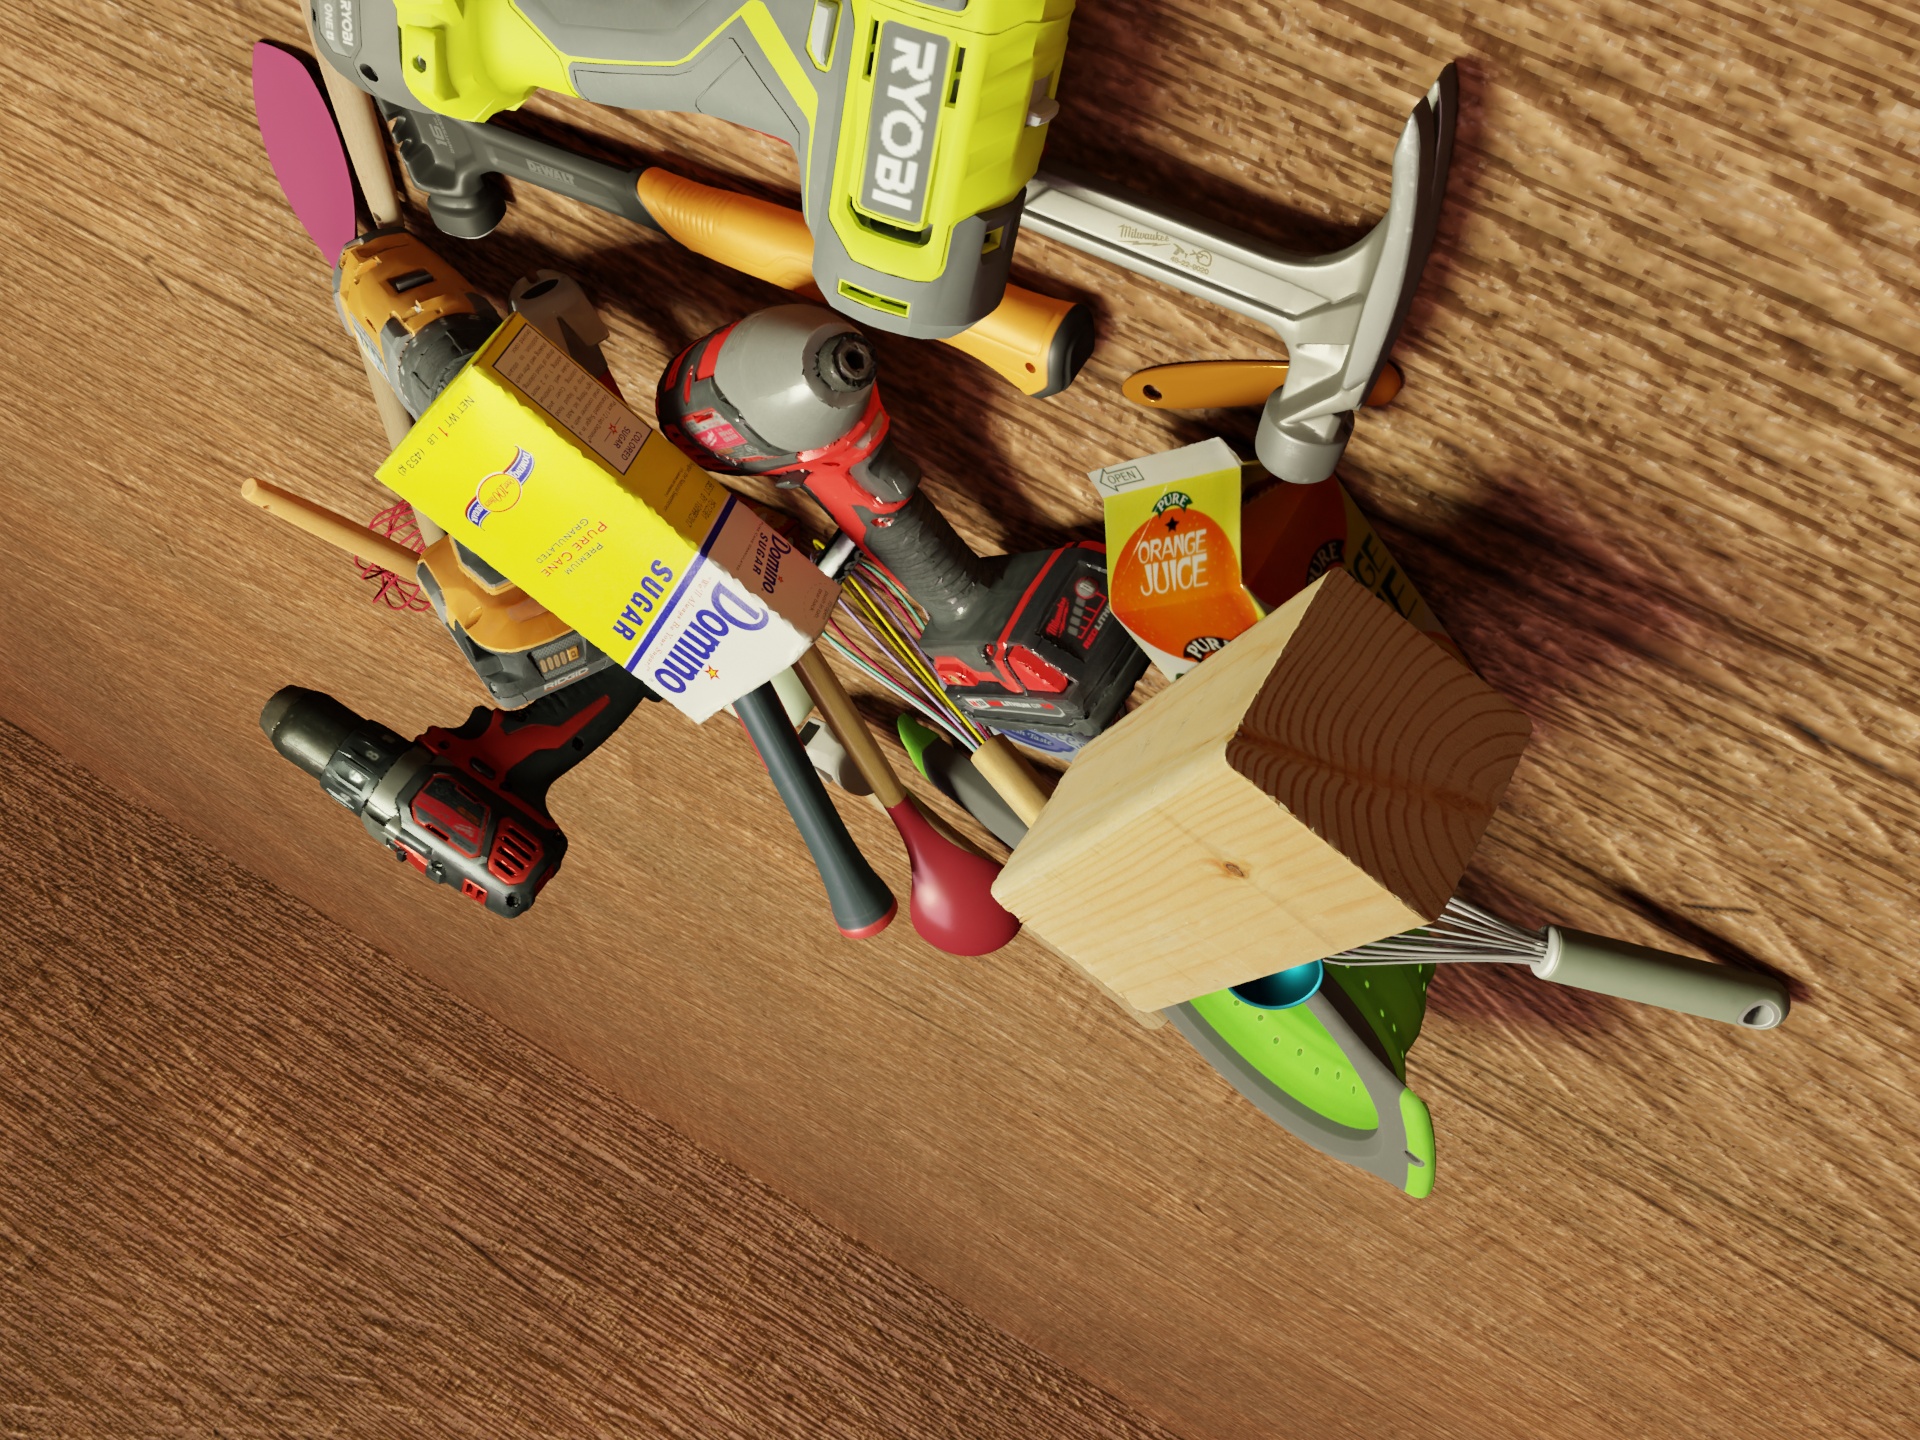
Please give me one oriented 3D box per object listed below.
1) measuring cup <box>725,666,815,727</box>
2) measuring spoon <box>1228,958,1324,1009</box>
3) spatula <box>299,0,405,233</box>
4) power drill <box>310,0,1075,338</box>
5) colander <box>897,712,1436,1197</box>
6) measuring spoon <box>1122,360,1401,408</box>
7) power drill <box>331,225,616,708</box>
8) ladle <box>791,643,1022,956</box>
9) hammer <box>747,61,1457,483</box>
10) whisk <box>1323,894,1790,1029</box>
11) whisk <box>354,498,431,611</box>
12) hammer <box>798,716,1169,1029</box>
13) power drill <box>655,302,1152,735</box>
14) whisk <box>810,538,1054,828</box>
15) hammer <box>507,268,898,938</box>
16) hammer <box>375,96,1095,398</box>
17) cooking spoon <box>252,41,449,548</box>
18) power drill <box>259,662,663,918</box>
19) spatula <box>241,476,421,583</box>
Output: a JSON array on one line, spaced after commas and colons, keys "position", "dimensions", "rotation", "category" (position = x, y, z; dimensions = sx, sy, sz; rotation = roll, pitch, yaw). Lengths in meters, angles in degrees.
[{"position": [-0.115, -0.042, 0.940], "dimensions": [0.083, 0.038, 0.167], "rotation": [32, 155, 2], "category": "measuring cup"}, {"position": [0.151, 0.068, 0.647], "dimensions": [0.042, 0.021, 0.128], "rotation": [28, 121, -9], "category": "measuring spoon"}, {"position": [-0.271, -0.320, 0.660], "dimensions": [0.060, 0.018, 0.315], "rotation": [30, 153, 10], "category": "spatula"}, {"position": [-0.073, -0.236, 0.464], "dimensions": [0.228, 0.080, 0.190], "rotation": [22, 128, 11], "category": "power drill"}, {"position": [0.118, 0.080, 0.855], "dimensions": [0.397, 0.094, 0.204], "rotation": [37, 159, 36], "category": "colander"}, {"position": [0.106, -0.121, 0.584], "dimensions": [0.117, 0.011, 0.021], "rotation": [8, 144, 41], "category": "measuring spoon"}, {"position": [-0.235, -0.113, 0.803], "dimensions": [0.186, 0.084, 0.226], "rotation": [45, 152, 39], "category": "power drill"}, {"position": [-0.047, 0.023, 0.875], "dimensions": [0.315, 0.069, 0.031], "rotation": [59, -173, -28], "category": "ladle"}, {"position": [-0.016, -0.206, 0.544], "dimensions": [0.359, 0.037, 0.149], "rotation": [27, 148, 15], "category": "hammer"}, {"position": [0.250, 0.099, 0.701], "dimensions": [0.246, 0.059, 0.057], "rotation": [14, 125, -5], "category": "whisk"}, {"position": [-0.321, -0.131, 1.001], "dimensions": [0.073, 0.073, 0.296], "rotation": [42, 148, -17], "category": "whisk"}, {"position": [0.021, 0.102, 1.016], "dimensions": [0.331, 0.031, 0.130], "rotation": [41, 174, -26], "category": "hammer"}, {"position": [-0.018, -0.087, 0.667], "dimensions": [0.219, 0.078, 0.143], "rotation": [40, 163, -25], "category": "power drill"}, {"position": [-0.002, -0.003, 0.797], "dimensions": [0.245, 0.051, 0.047], "rotation": [49, 145, 17], "category": "whisk"}, {"position": [-0.115, -0.034, 0.794], "dimensions": [0.386, 0.038, 0.143], "rotation": [66, 172, -28], "category": "hammer"}, {"position": [-0.100, -0.208, 0.644], "dimensions": [0.337, 0.034, 0.127], "rotation": [24, 154, 18], "category": "hammer"}, {"position": [-0.316, -0.206, 0.856], "dimensions": [0.069, 0.017, 0.318], "rotation": [29, 144, 24], "category": "cooking spoon"}, {"position": [-0.278, -0.017, 0.952], "dimensions": [0.188, 0.227, 0.080], "rotation": [35, 154, -4], "category": "power drill"}, {"position": [-0.322, -0.077, 1.012], "dimensions": [0.081, 0.041, 0.322], "rotation": [-12, 159, 23], "category": "spatula"}]
